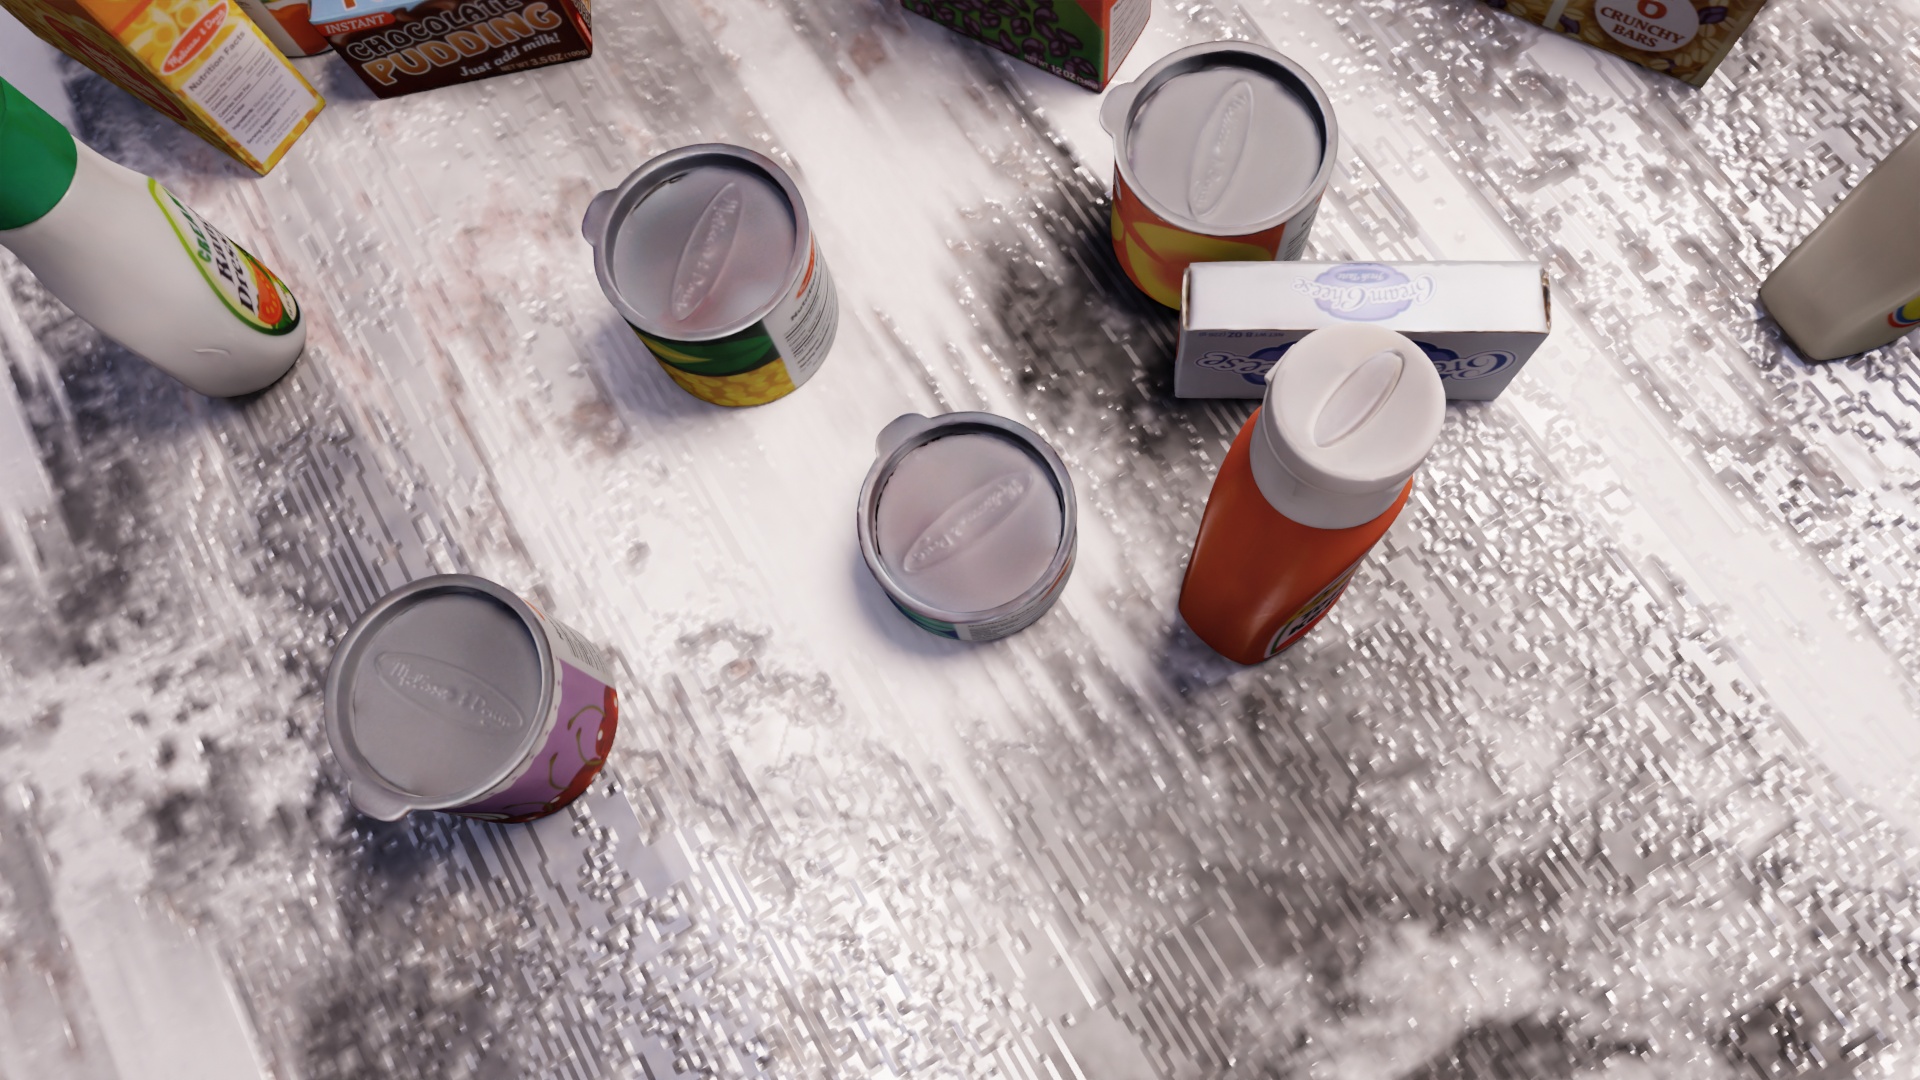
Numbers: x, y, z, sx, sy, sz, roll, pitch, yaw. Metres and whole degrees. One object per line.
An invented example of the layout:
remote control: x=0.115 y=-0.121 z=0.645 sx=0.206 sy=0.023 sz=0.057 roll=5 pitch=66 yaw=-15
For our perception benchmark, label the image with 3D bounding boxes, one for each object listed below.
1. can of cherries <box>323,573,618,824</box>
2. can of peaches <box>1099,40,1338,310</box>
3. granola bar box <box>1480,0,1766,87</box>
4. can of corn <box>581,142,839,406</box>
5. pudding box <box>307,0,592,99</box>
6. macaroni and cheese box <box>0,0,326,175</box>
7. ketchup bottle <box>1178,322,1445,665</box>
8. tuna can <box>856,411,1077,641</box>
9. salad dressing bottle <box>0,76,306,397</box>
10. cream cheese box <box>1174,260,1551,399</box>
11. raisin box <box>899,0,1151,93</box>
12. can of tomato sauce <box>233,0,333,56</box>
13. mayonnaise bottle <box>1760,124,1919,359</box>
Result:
can of cherries: x=-0.143 y=0.051 z=0.410 sx=0.071 sy=0.058 sz=0.071 roll=-1 pitch=74 yaw=5
can of peaches: x=0.079 y=-0.113 z=0.439 sx=0.071 sy=0.058 sz=0.071 roll=-1 pitch=74 yaw=5
granola bar box: x=0.180 y=-0.218 z=0.426 sx=0.166 sy=0.124 sz=0.039 roll=28 pitch=79 yaw=12
can of corn: x=-0.078 y=-0.083 z=0.444 sx=0.071 sy=0.058 sz=0.071 roll=-1 pitch=74 yaw=5
pudding box: x=-0.178 y=-0.189 z=0.489 sx=0.084 sy=0.049 sz=0.030 roll=-11 pitch=73 yaw=2
macaroni and cheese box: x=-0.300 y=-0.199 z=0.442 sx=0.124 sy=0.166 sz=0.040 roll=31 pitch=79 yaw=13
ketchup bottle: x=0.089 y=-0.010 z=0.360 sx=0.043 sy=0.148 sz=0.065 roll=40 pitch=81 yaw=14
tuna can: x=0.002 y=-0.005 z=0.427 sx=0.071 sy=0.032 sz=0.071 roll=-1 pitch=74 yaw=5
salad dressing bottle: x=-0.256 y=-0.091 z=0.416 sx=0.044 sy=0.147 sz=0.064 roll=-32 pitch=74 yaw=-4
cream cheese box: x=0.118 y=-0.063 z=0.422 sx=0.104 sy=0.053 sz=0.024 roll=1 pitch=74 yaw=6
raisin box: x=0.018 y=-0.206 z=0.437 sx=0.086 sy=0.123 sz=0.040 roll=29 pitch=79 yaw=12
can of tomato sauce: x=-0.248 y=-0.223 z=0.488 sx=0.071 sy=0.083 sz=0.071 roll=-1 pitch=74 yaw=5
mayonnaise bottle: x=0.276 y=-0.099 z=0.369 sx=0.065 sy=0.147 sz=0.041 roll=-28 pitch=74 yaw=-3
